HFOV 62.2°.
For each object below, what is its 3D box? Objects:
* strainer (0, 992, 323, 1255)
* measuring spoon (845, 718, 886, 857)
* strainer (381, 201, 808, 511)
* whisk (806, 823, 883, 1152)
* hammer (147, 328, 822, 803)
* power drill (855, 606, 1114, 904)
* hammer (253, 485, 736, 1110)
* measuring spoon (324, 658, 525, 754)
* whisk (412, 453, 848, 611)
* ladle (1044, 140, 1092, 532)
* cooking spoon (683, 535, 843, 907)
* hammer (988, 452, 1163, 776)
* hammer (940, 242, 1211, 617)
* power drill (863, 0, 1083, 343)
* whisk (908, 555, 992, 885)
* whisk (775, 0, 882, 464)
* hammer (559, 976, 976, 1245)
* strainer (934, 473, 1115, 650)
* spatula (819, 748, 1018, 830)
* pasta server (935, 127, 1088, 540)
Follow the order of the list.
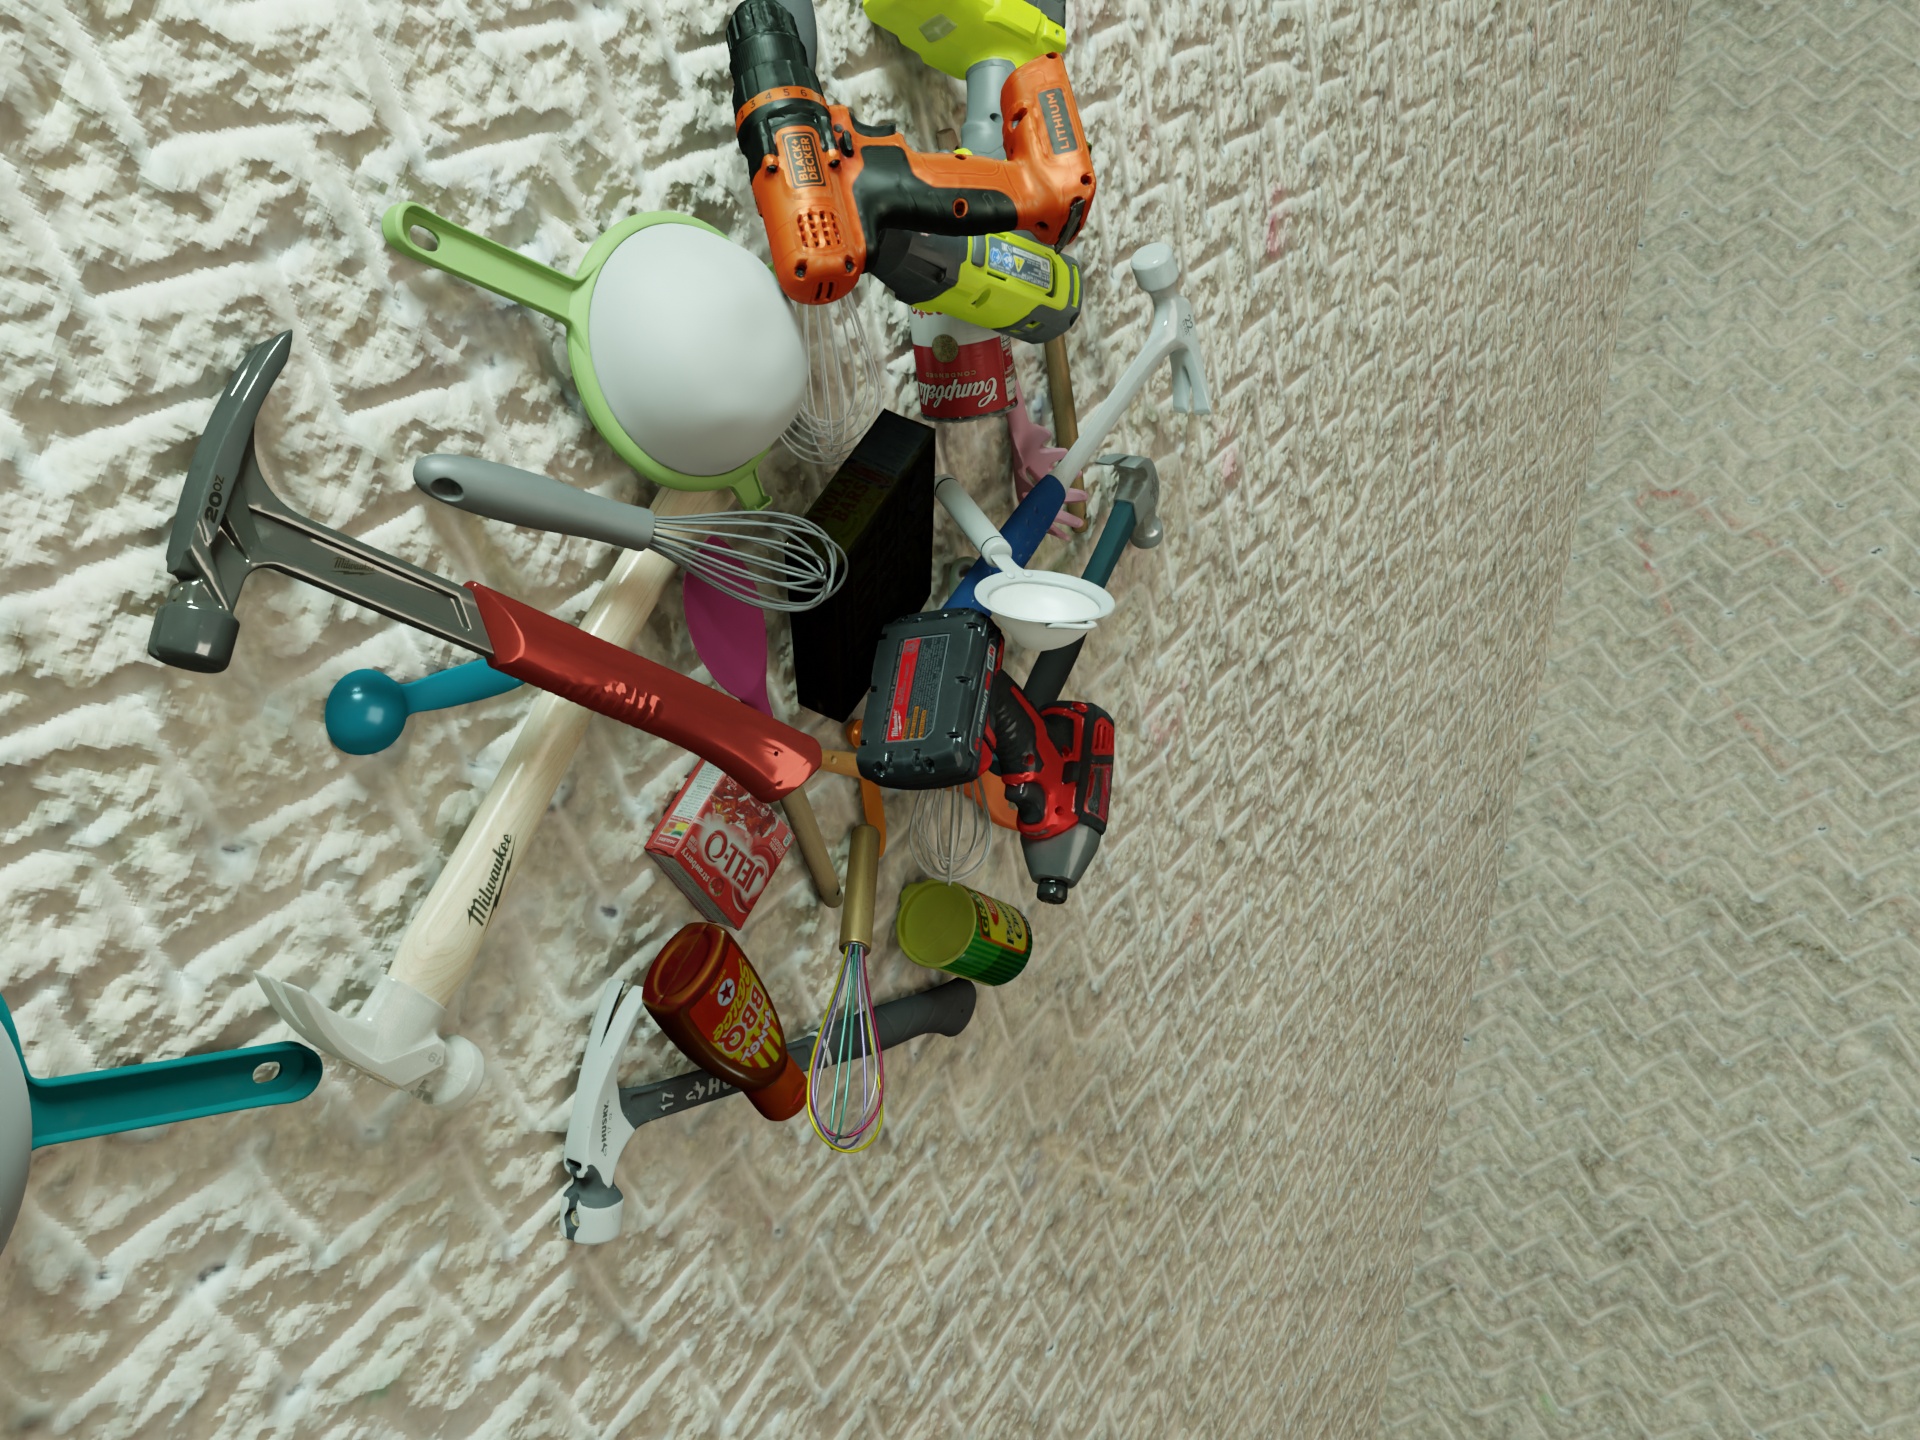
[{"bbox_3d":[-0.373,0.167,0.595,0.340,0.095,0.211,2,97,-56],"label":"strainer"},{"bbox_3d":[-0.067,0.049,1.116,0.021,0.011,0.116,-46,138,-44],"label":"measuring spoon"},{"bbox_3d":[-0.163,-0.209,0.809,0.256,0.069,0.151,14,79,-49],"label":"strainer"},{"bbox_3d":[-0.068,0.170,1.037,0.051,0.047,0.245,94,-1,-48],"label":"whisk"},{"bbox_3d":[-0.202,-0.042,0.782,0.358,0.037,0.149,26,68,-45],"label":"hammer"},{"bbox_3d":[0.030,0.027,1.050,0.219,0.078,0.143,36,57,-49],"label":"power drill"},{"bbox_3d":[-0.213,-0.008,0.836,0.411,0.038,0.146,-66,153,-22],"label":"hammer"},{"bbox_3d":[-0.255,-0.013,0.793,0.128,0.021,0.042,-23,118,-53],"label":"measuring spoon"},{"bbox_3d":[-0.164,-0.101,0.827,0.238,0.055,0.055,12,89,-34],"label":"whisk"},{"bbox_3d":[0.083,-0.283,1.210,0.078,0.062,0.319,-48,138,-41],"label":"ladle"},{"bbox_3d":[-0.117,0.017,0.987,0.318,0.017,0.069,75,31,-44],"label":"cooking spoon"},{"bbox_3d":[0.094,-0.084,1.262,0.128,0.033,0.331,73,35,-50],"label":"hammer"},{"bbox_3d":[0.078,-0.174,1.174,0.406,0.035,0.143,-55,137,-28],"label":"hammer"},{"bbox_3d":[0.000,-0.359,0.978,0.171,0.080,0.223,7,80,-42],"label":"power drill"},{"bbox_3d":[-0.002,-0.004,1.127,0.059,0.058,0.246,96,-2,-70],"label":"whisk"},{"bbox_3d":[-0.091,-0.295,0.942,0.070,0.070,0.284,-23,112,-53],"label":"whisk"},{"bbox_3d":[-0.108,0.222,1.077,0.408,0.036,0.149,-3,101,-57],"label":"hammer"},{"bbox_3d":[0.027,-0.104,1.032,0.087,0.259,0.050,-5,125,-21],"label":"strainer"},{"bbox_3d":[-0.010,0.041,1.160,0.322,0.041,0.081,13,76,-60],"label":"spatula"},{"bbox_3d":[0.035,-0.271,1.154,0.060,0.040,0.316,-50,136,-38],"label":"pasta server"}]
